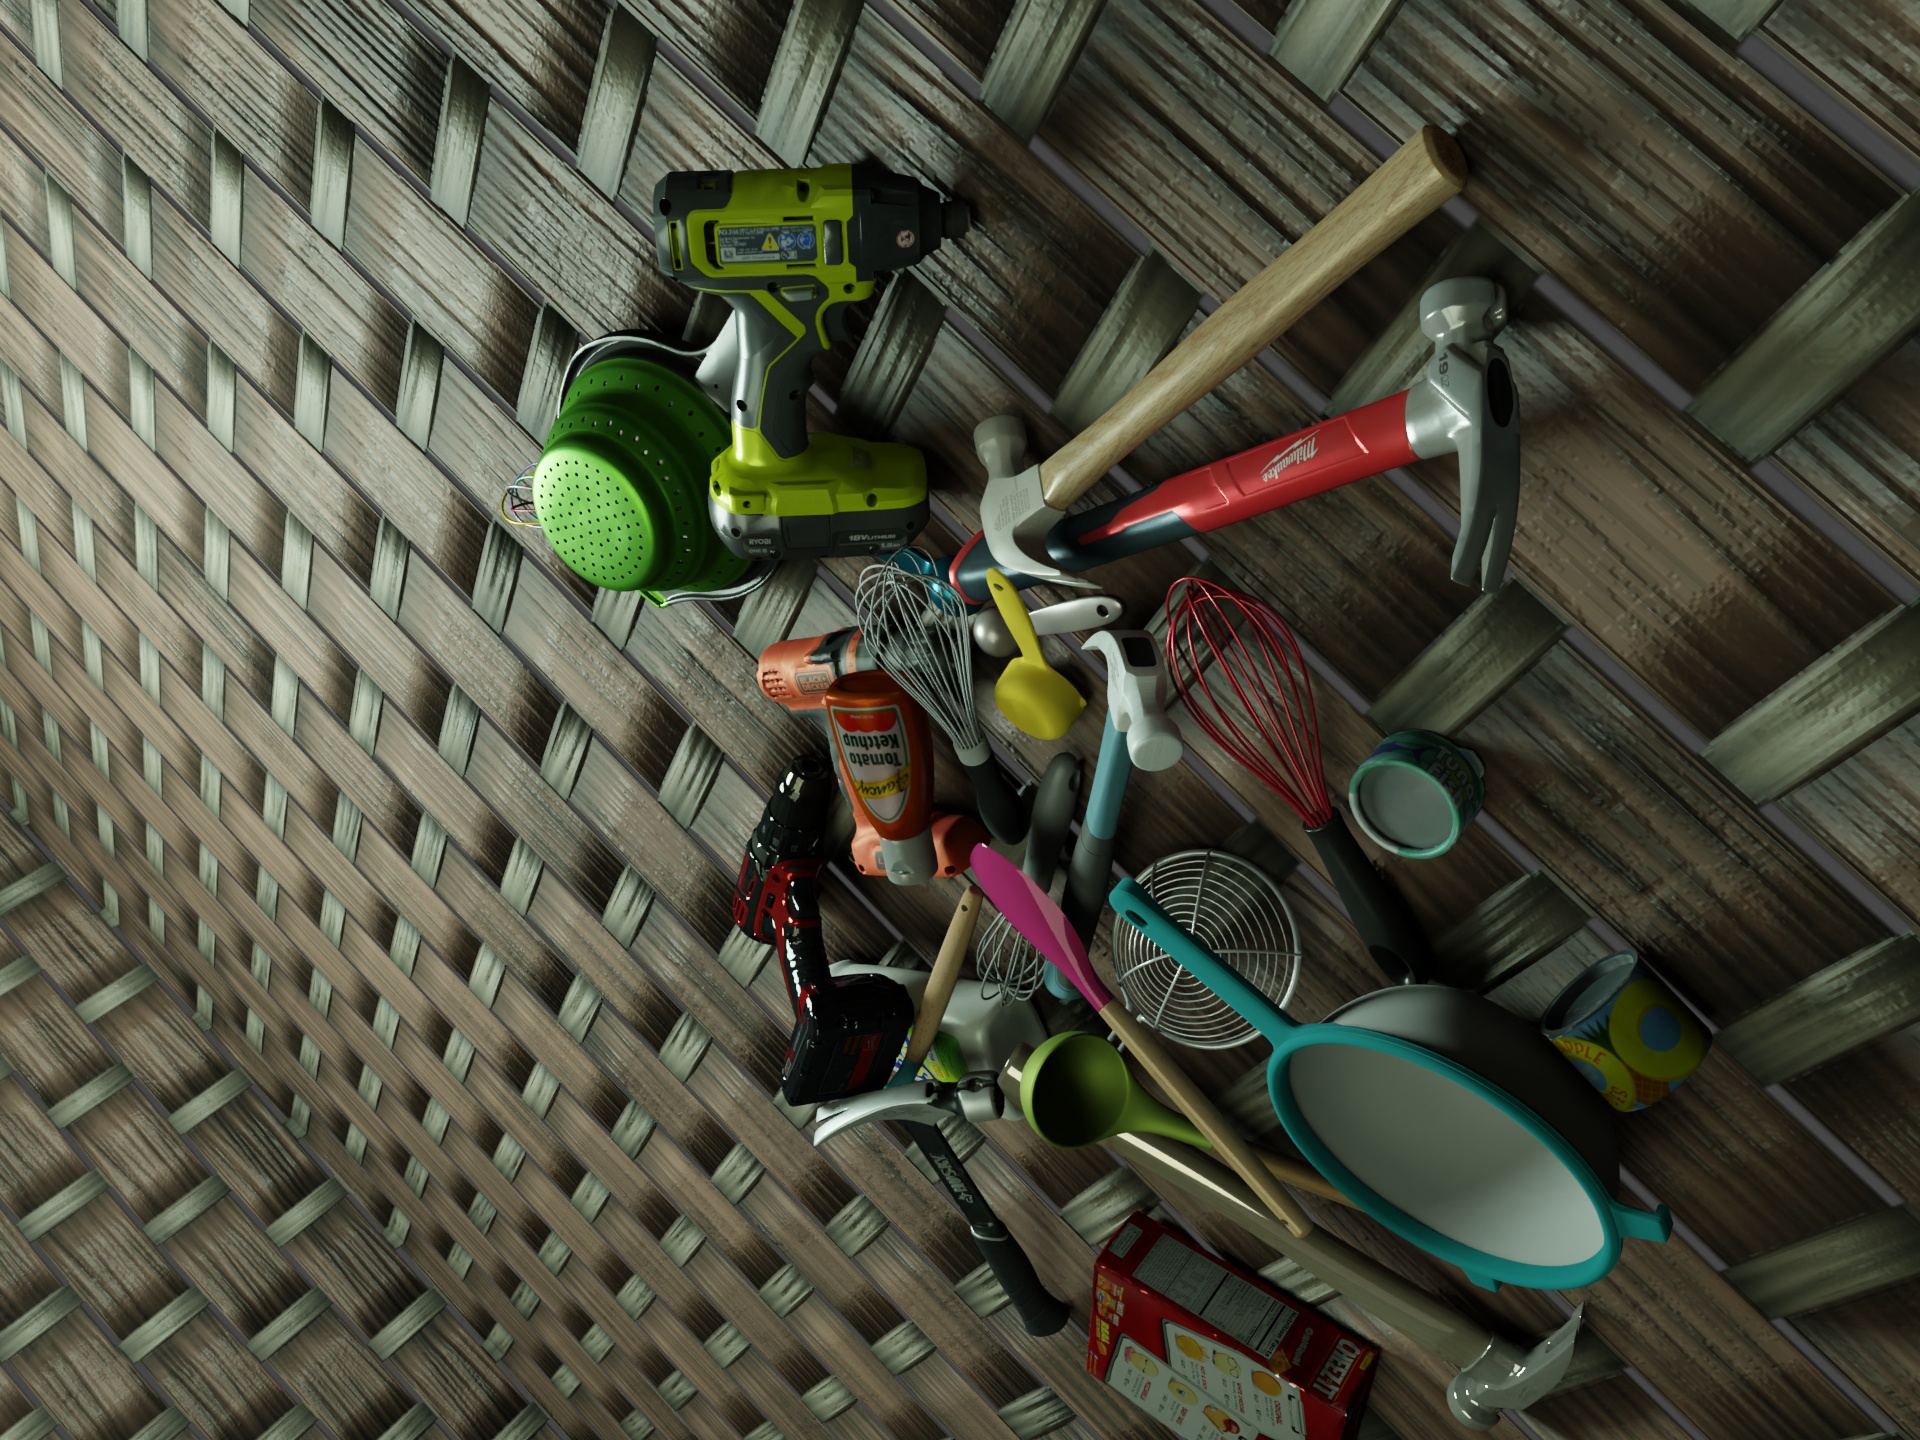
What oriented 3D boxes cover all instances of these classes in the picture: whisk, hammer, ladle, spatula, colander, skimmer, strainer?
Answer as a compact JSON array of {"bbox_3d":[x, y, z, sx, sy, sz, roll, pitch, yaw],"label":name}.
[{"bbox_3d":[-0.263,-0.157,1.207,0.245,0.047,0.051,13,126,33],"label":"whisk"},{"bbox_3d":[0.120,-0.100,0.845,0.386,0.038,0.143,-14,69,52],"label":"hammer"},{"bbox_3d":[-0.002,-0.002,1.018,0.070,0.070,0.284,19,151,33],"label":"whisk"},{"bbox_3d":[0.191,0.285,1.036,0.320,0.078,0.062,19,175,9],"label":"ladle"},{"bbox_3d":[-0.021,0.227,1.183,0.082,0.044,0.317,40,135,24],"label":"spatula"},{"bbox_3d":[0.198,0.041,0.912,0.073,0.073,0.295,-13,116,48],"label":"whisk"},{"bbox_3d":[-0.182,-0.196,1.032,0.204,0.094,0.397,45,135,0],"label":"colander"},{"bbox_3d":[0.087,0.074,1.006,0.033,0.128,0.330,-1,137,-7],"label":"hammer"},{"bbox_3d":[0.132,0.215,1.124,0.127,0.090,0.363,50,152,19],"label":"skimmer"},{"bbox_3d":[0.013,0.404,1.283,0.149,0.036,0.408,-10,135,14],"label":"hammer"},{"bbox_3d":[0.049,0.115,1.114,0.055,0.055,0.238,31,132,23],"label":"whisk"},{"bbox_3d":[0.243,0.183,0.930,0.340,0.095,0.211,39,151,9],"label":"strainer"},{"bbox_3d":[0.212,0.335,1.086,0.411,0.038,0.146,30,135,10],"label":"hammer"},{"bbox_3d":[0.118,-0.176,0.807,0.331,0.031,0.130,-36,54,44],"label":"hammer"}]

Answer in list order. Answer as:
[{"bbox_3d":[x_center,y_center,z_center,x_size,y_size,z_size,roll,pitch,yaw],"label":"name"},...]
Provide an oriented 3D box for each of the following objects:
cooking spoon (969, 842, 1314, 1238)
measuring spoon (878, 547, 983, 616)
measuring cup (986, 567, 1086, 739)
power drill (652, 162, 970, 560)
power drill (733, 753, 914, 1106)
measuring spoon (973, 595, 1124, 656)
[{"bbox_3d":[0.111,0.202,1.021,0.319,0.017,0.068,48,153,13],"label":"cooking spoon"},{"bbox_3d":[-0.041,-0.103,1.051,0.129,0.021,0.042,29,136,23],"label":"measuring spoon"},{"bbox_3d":[0.035,-0.038,0.978,0.062,0.029,0.156,23,158,30],"label":"measuring cup"},{"bbox_3d":[-0.080,-0.209,0.930,0.171,0.080,0.223,-2,129,-3],"label":"power drill"},{"bbox_3d":[-0.111,0.157,1.218,0.187,0.080,0.227,110,146,-40],"label":"power drill"},{"bbox_3d":[0.052,-0.060,1.000,0.124,0.018,0.034,-10,112,46],"label":"measuring spoon"}]
